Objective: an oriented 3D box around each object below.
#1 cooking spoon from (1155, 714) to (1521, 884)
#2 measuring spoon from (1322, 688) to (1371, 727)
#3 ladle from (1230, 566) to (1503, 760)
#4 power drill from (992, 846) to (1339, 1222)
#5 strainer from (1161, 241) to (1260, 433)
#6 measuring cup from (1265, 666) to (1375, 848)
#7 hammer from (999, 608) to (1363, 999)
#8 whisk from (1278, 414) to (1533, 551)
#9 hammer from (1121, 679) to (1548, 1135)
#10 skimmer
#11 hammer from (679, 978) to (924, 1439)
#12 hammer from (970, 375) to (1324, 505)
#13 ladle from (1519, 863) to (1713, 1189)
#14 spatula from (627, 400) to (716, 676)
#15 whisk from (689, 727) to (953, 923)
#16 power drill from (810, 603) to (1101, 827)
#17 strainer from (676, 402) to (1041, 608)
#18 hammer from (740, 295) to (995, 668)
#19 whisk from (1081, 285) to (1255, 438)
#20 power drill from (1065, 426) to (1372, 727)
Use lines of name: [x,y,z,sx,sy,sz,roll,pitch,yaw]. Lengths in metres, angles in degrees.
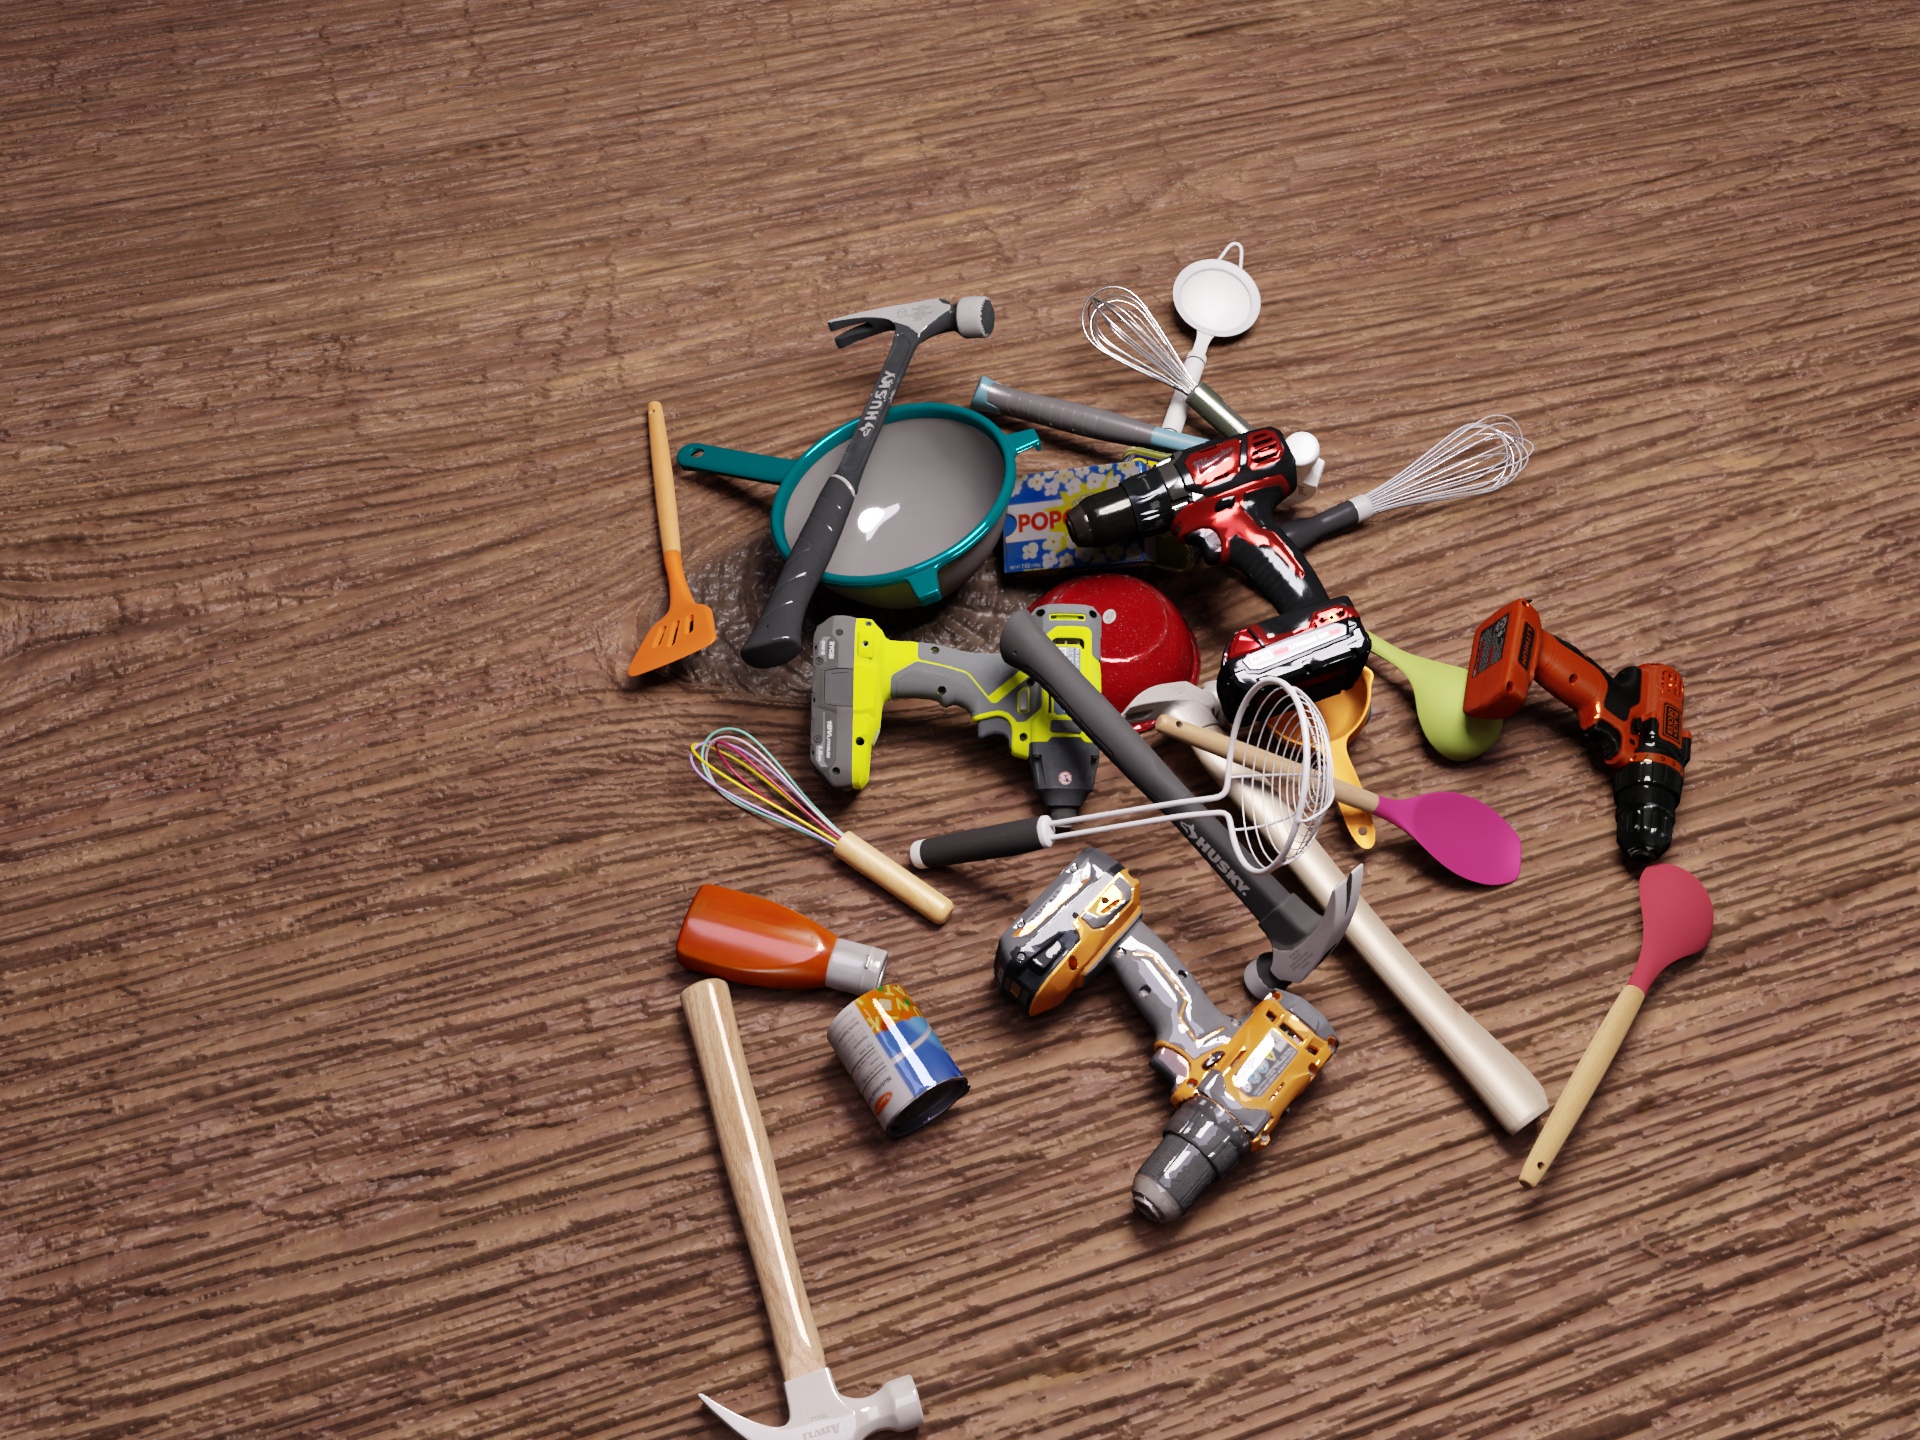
cooking spoon: [0.291,0.055,1.205,0.318,0.017,0.069,20,64,-13]
measuring spoon: [0.288,-0.041,1.322,0.042,0.021,0.129,-39,68,-24]
ladle: [0.314,-0.074,1.341,0.078,0.062,0.320,-34,56,-32]
power drill: [0.125,0.220,1.116,0.226,0.084,0.185,39,65,17]
strainer: [0.224,-0.348,1.514,0.087,0.050,0.259,21,64,1]
measuring cup: [0.295,0.023,1.263,0.095,0.052,0.174,-19,74,9]
hammer: [0.148,0.046,1.150,0.035,0.146,0.335,-33,74,-36]
whisk: [0.382,-0.200,1.415,0.284,0.070,0.070,-23,60,-10]
hammer: [0.271,0.129,1.171,0.146,0.038,0.411,-9,54,-49]
skimmer: [0.093,0.061,1.094,0.363,0.090,0.127,-13,67,35]
hammer: [-0.136,0.325,1.064,0.130,0.031,0.332,-15,58,-12]
hammer: [0.159,-0.254,1.410,0.331,0.128,0.033,18,82,19]
ladle: [0.470,0.212,1.137,0.069,0.031,0.315,43,59,3]
spatula: [-0.256,-0.167,1.378,0.081,0.041,0.323,-21,55,11]
whisk: [-0.107,0.080,1.223,0.245,0.047,0.051,33,73,13]
power drill: [-0.002,-0.004,1.238,0.223,0.080,0.171,1,84,-1]
strainer: [-0.100,-0.179,1.373,0.340,0.095,0.211,15,59,30]
hammer: [-0.095,-0.207,1.309,0.149,0.036,0.409,4,54,23]
whisk: [0.208,-0.305,1.451,0.246,0.058,0.059,42,104,3]
power drill: [0.201,-0.113,1.244,0.188,0.080,0.227,-19,67,-3]
